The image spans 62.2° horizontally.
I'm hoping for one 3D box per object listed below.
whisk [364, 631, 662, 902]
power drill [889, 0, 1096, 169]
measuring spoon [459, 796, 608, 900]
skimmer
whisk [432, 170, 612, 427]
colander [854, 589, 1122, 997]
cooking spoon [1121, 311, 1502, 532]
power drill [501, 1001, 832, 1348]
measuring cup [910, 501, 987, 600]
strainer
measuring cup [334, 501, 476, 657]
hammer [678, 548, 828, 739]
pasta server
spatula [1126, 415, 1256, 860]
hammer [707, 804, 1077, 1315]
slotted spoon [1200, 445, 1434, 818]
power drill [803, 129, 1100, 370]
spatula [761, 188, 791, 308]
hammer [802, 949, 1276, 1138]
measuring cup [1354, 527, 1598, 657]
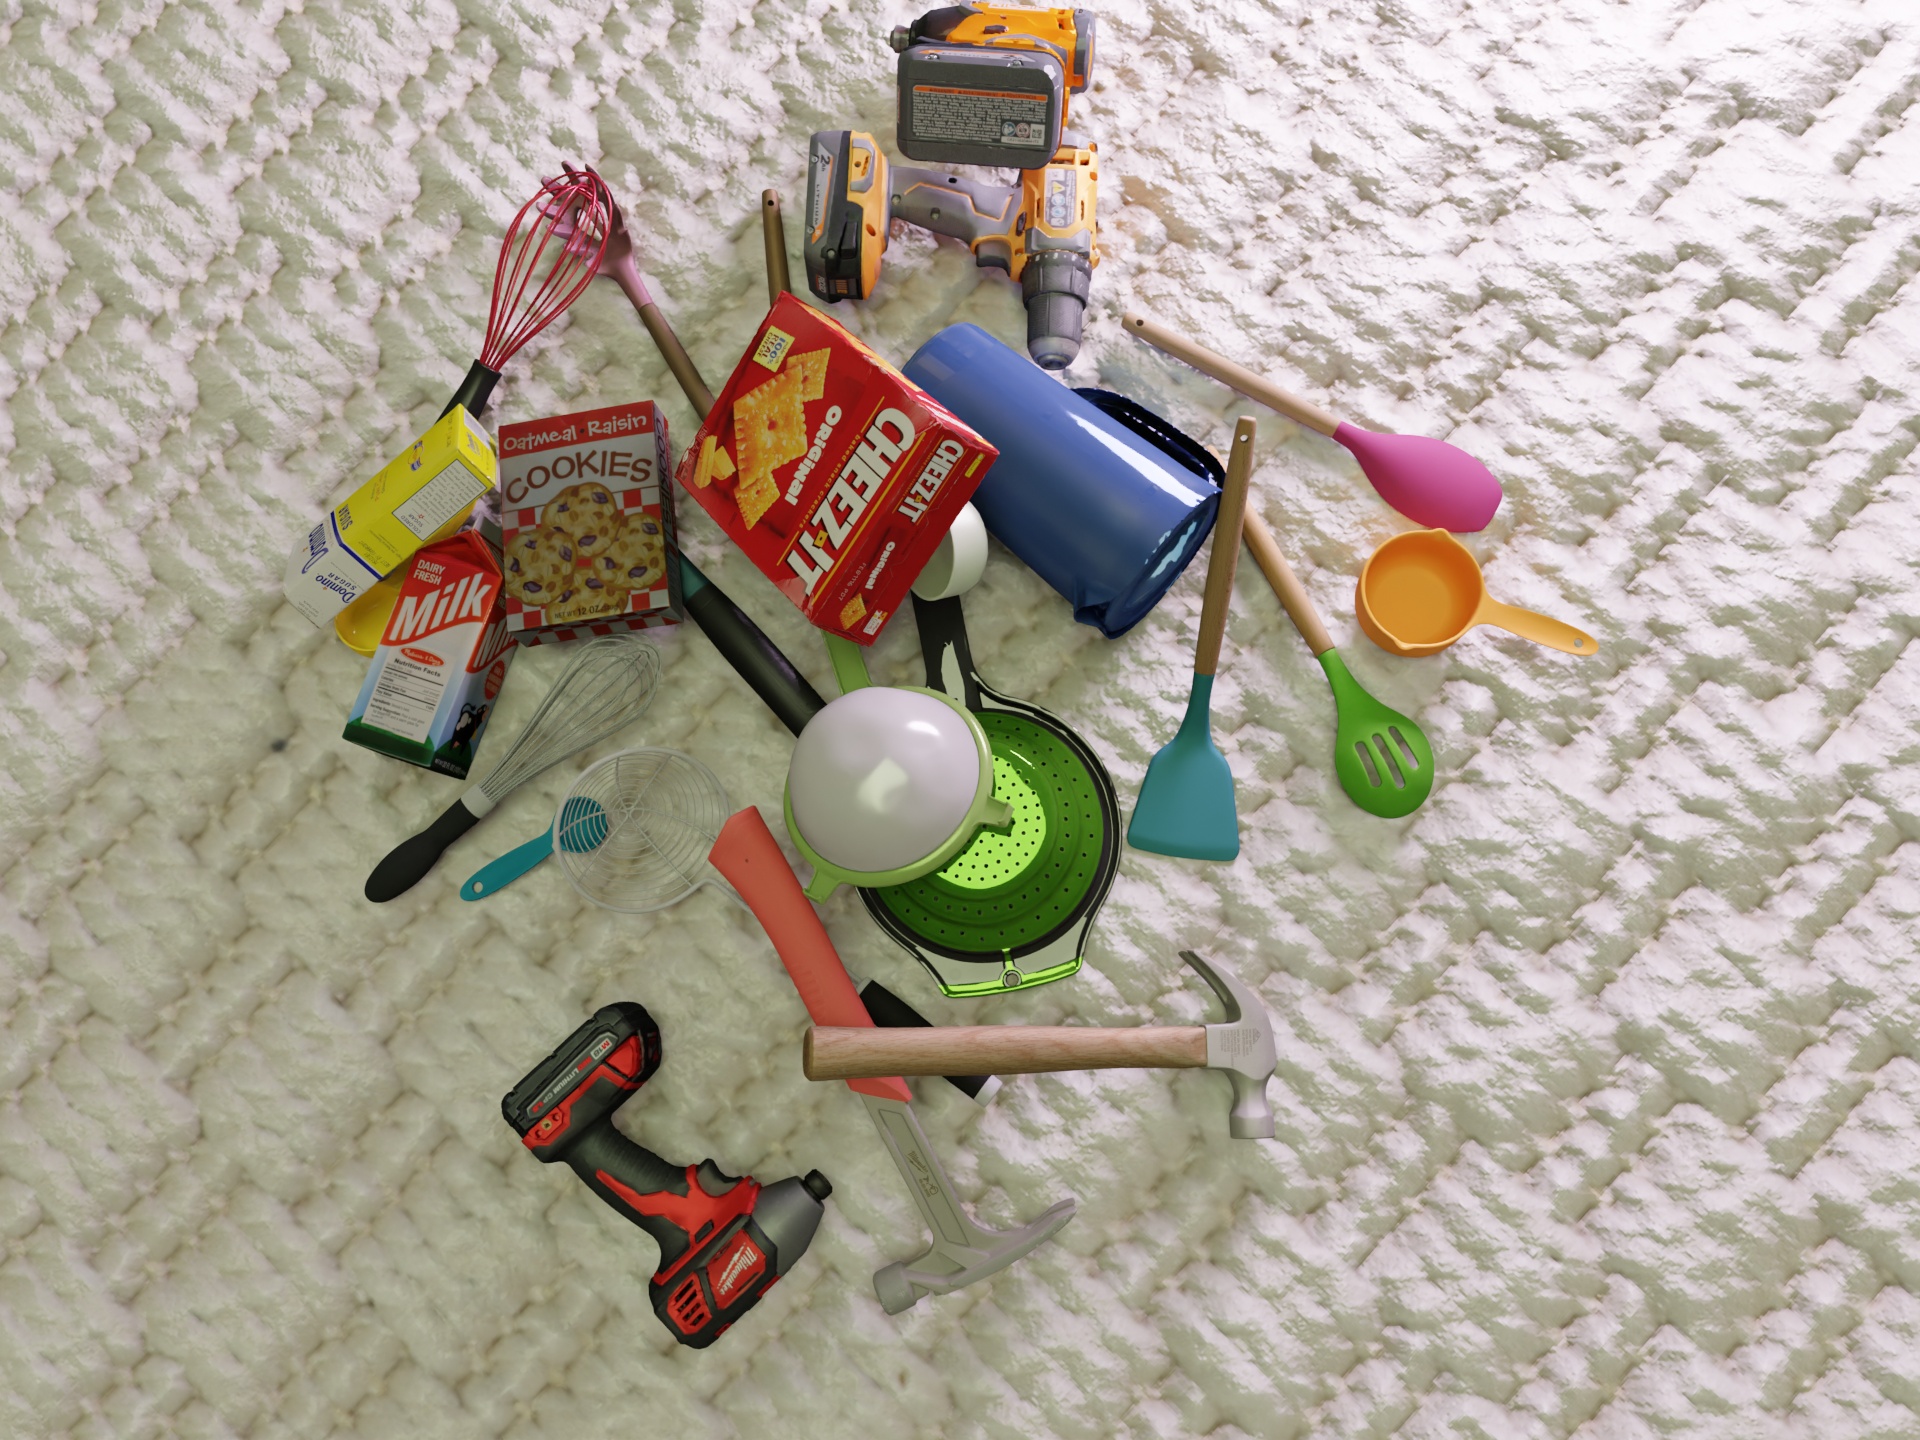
[{"bbox_3d":[-0.332,0.039,1.179,0.284,0.070,0.070,-42,79,0],"label":"whisk"},{"bbox_3d":[0.013,-0.489,1.201,0.164,0.084,0.227,7,37,6],"label":"power drill"},{"bbox_3d":[-0.317,0.100,1.188,0.128,0.021,0.042,-31,79,7],"label":"measuring spoon"},{"bbox_3d":[-0.124,0.156,1.122,0.363,0.090,0.127,37,89,9],"label":"skimmer"},{"bbox_3d":[-0.355,-0.290,1.228,0.073,0.073,0.296,33,97,9],"label":"whisk"},{"bbox_3d":[-0.002,-0.004,1.144,0.204,0.094,0.397,-12,78,1],"label":"colander"},{"bbox_3d":[0.264,-0.234,1.213,0.319,0.017,0.069,30,81,8],"label":"cooking spoon"},{"bbox_3d":[-0.200,0.307,1.107,0.143,0.078,0.220,-42,82,-5],"label":"power drill"},{"bbox_3d":[-0.028,-0.165,1.146,0.038,0.083,0.168,-11,68,-32],"label":"measuring cup"},{"bbox_3d":[-0.073,-0.012,1.089,0.151,0.069,0.257,-23,59,6],"label":"strainer"},{"bbox_3d":[-0.422,-0.114,1.235,0.062,0.029,0.156,29,70,9],"label":"measuring cup"},{"bbox_3d":[-0.186,-0.085,1.191,0.128,0.033,0.331,-42,74,-4],"label":"hammer"},{"bbox_3d":[-0.237,-0.304,1.250,0.060,0.040,0.316,-34,79,11],"label":"pasta server"},{"bbox_3d":[0.179,-0.055,1.126,0.082,0.044,0.317,8,110,5],"label":"spatula"},{"bbox_3d":[-0.063,0.219,1.091,0.149,0.037,0.359,-27,91,-1],"label":"hammer"},{"bbox_3d":[0.256,-0.071,1.177,0.070,0.031,0.314,-27,77,1],"label":"slotted spoon"},{"bbox_3d":[-0.005,-0.364,1.228,0.226,0.084,0.185,2,79,-1],"label":"power drill"},{"bbox_3d":[-0.132,-0.270,1.246,0.059,0.018,0.316,-6,79,-8],"label":"spatula"},{"bbox_3d":[0.058,0.221,1.079,0.331,0.031,0.130,3,77,-15],"label":"hammer"},{"bbox_3d":[0.372,-0.075,1.158,0.173,0.052,0.095,20,81,5],"label":"measuring cup"}]
